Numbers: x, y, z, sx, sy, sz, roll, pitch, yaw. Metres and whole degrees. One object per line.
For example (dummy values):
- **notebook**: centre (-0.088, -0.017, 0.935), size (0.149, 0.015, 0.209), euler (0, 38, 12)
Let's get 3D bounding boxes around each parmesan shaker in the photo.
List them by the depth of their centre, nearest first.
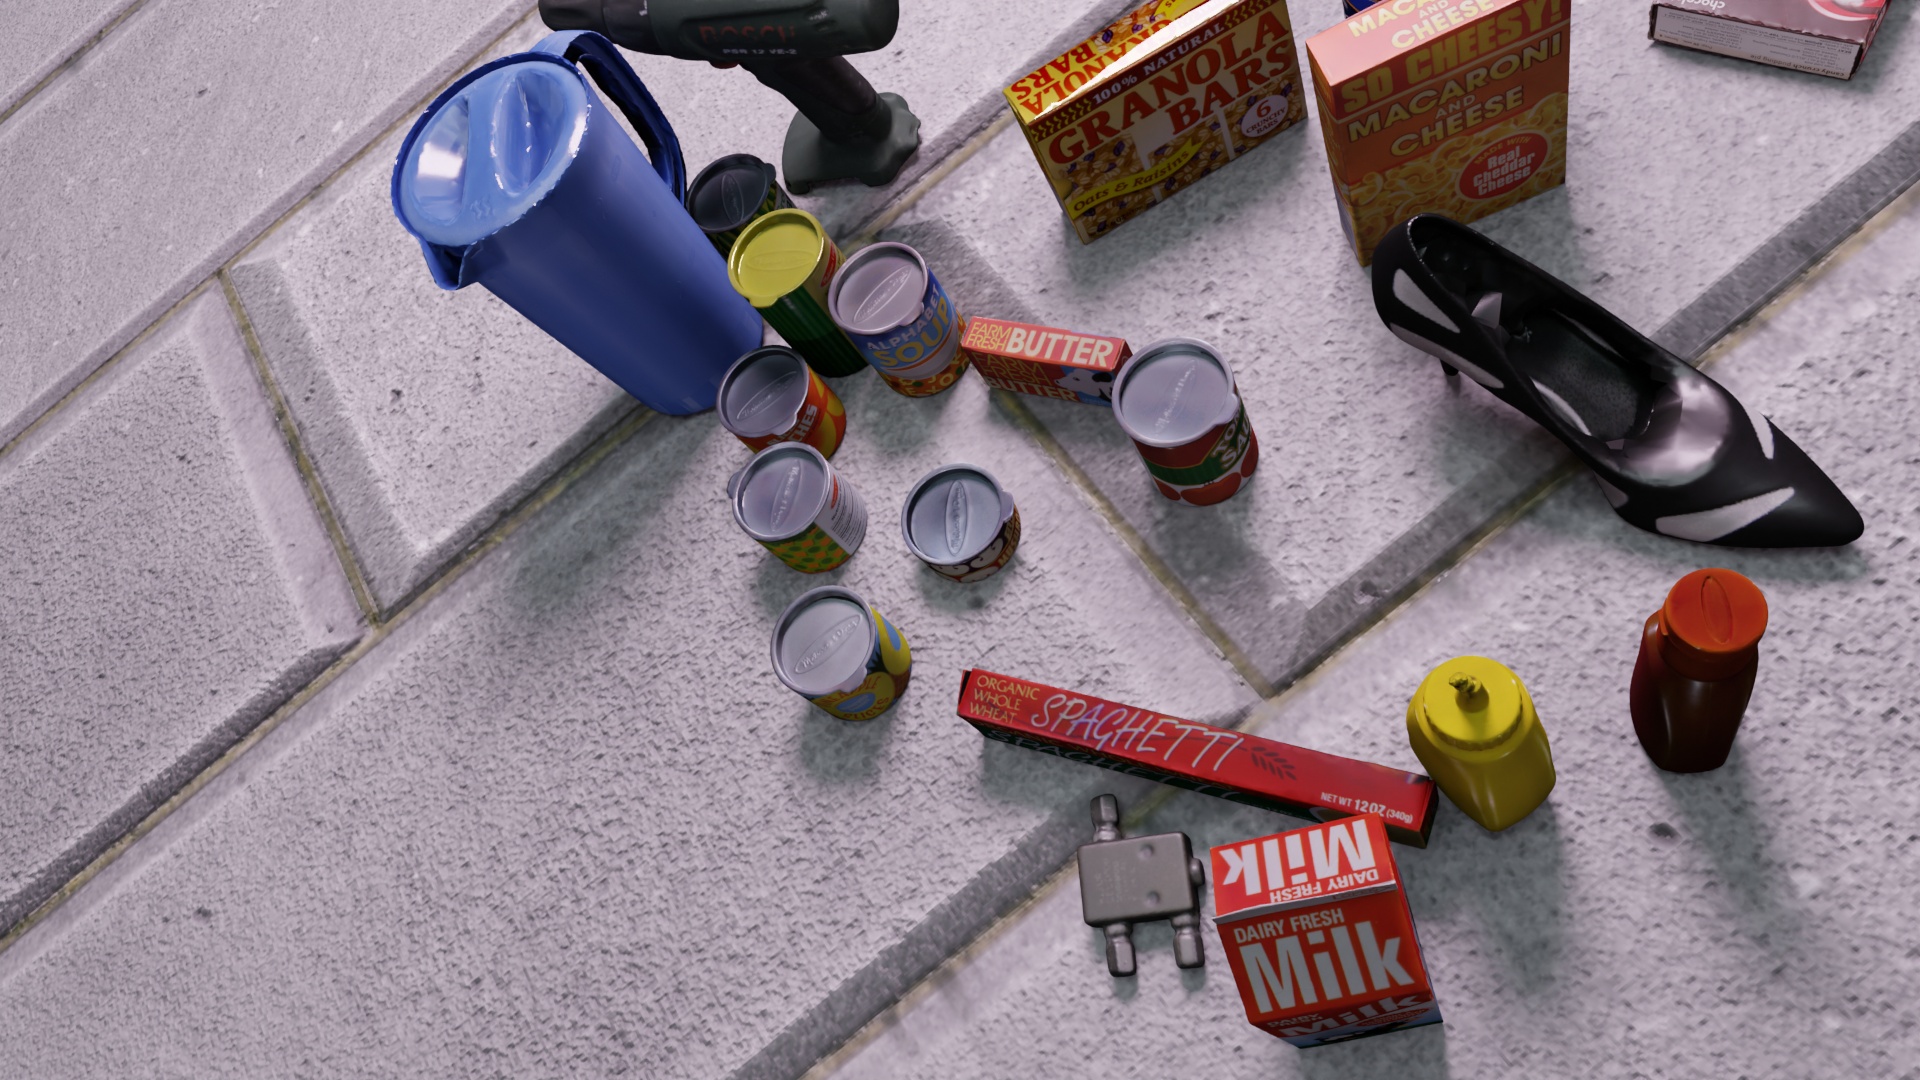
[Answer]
- **parmesan shaker**: centre (-0.097, -0.154, 0.895), size (0.071, 0.103, 0.071), euler (-9, 65, 19)

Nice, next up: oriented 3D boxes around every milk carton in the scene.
- **milk carton**: centre (0.158, 0.169, 0.595), size (0.072, 0.190, 0.074), euler (-17, 62, 15)

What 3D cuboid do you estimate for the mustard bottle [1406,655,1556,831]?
- **mustard bottle**: centre (0.232, 0.085, 0.621), size (0.049, 0.160, 0.065), euler (-40, 59, 1)

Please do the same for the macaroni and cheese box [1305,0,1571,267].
- **macaroni and cheese box**: centre (0.260, -0.230, 0.749), size (0.123, 0.166, 0.040), euler (-22, 61, 12)

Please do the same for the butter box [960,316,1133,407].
- **butter box**: centre (0.056, -0.107, 0.842), size (0.103, 0.053, 0.024), euler (13, 73, 26)

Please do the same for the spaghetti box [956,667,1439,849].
- **spaghetti box**: centre (0.116, 0.111, 0.720), size (0.250, 0.050, 0.029), euler (11, 72, 26)

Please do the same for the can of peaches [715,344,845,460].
- **can of peaches**: centre (-0.114, -0.082, 0.895), size (0.071, 0.058, 0.071), euler (-9, 64, 18)

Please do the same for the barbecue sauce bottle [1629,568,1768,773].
- **barbecue sauce bottle**: centre (0.321, 0.055, 0.606), size (0.043, 0.148, 0.065), euler (-7, 65, 19)

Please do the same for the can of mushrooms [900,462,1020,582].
- **can of mushrooms**: centre (0.003, -0.010, 0.830), size (0.071, 0.033, 0.071), euler (-8, 64, 18)

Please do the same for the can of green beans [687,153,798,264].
- **can of green beans**: centre (-0.151, -0.228, 0.976), size (0.071, 0.057, 0.071), euler (-9, 64, 18)

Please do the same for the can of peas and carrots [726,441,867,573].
- **can of peas and carrots**: centre (-0.101, -0.020, 0.862), size (0.071, 0.058, 0.071), euler (-9, 64, 18)

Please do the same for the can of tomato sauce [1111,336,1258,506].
- **can of tomato sauce**: centre (0.129, -0.064, 0.775), size (0.071, 0.083, 0.071), euler (-9, 65, 18)

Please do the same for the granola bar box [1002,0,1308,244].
- **granola bar box**: centre (0.123, -0.266, 0.845), size (0.165, 0.124, 0.039), euler (-29, 60, 8)

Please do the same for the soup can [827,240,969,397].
- **soup can**: centre (-0.035, -0.136, 0.873), size (0.071, 0.083, 0.071), euler (-9, 65, 18)

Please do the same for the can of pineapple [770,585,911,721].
- **can of pineapple**: centre (-0.068, 0.068, 0.809), size (0.071, 0.057, 0.071), euler (-9, 64, 18)
